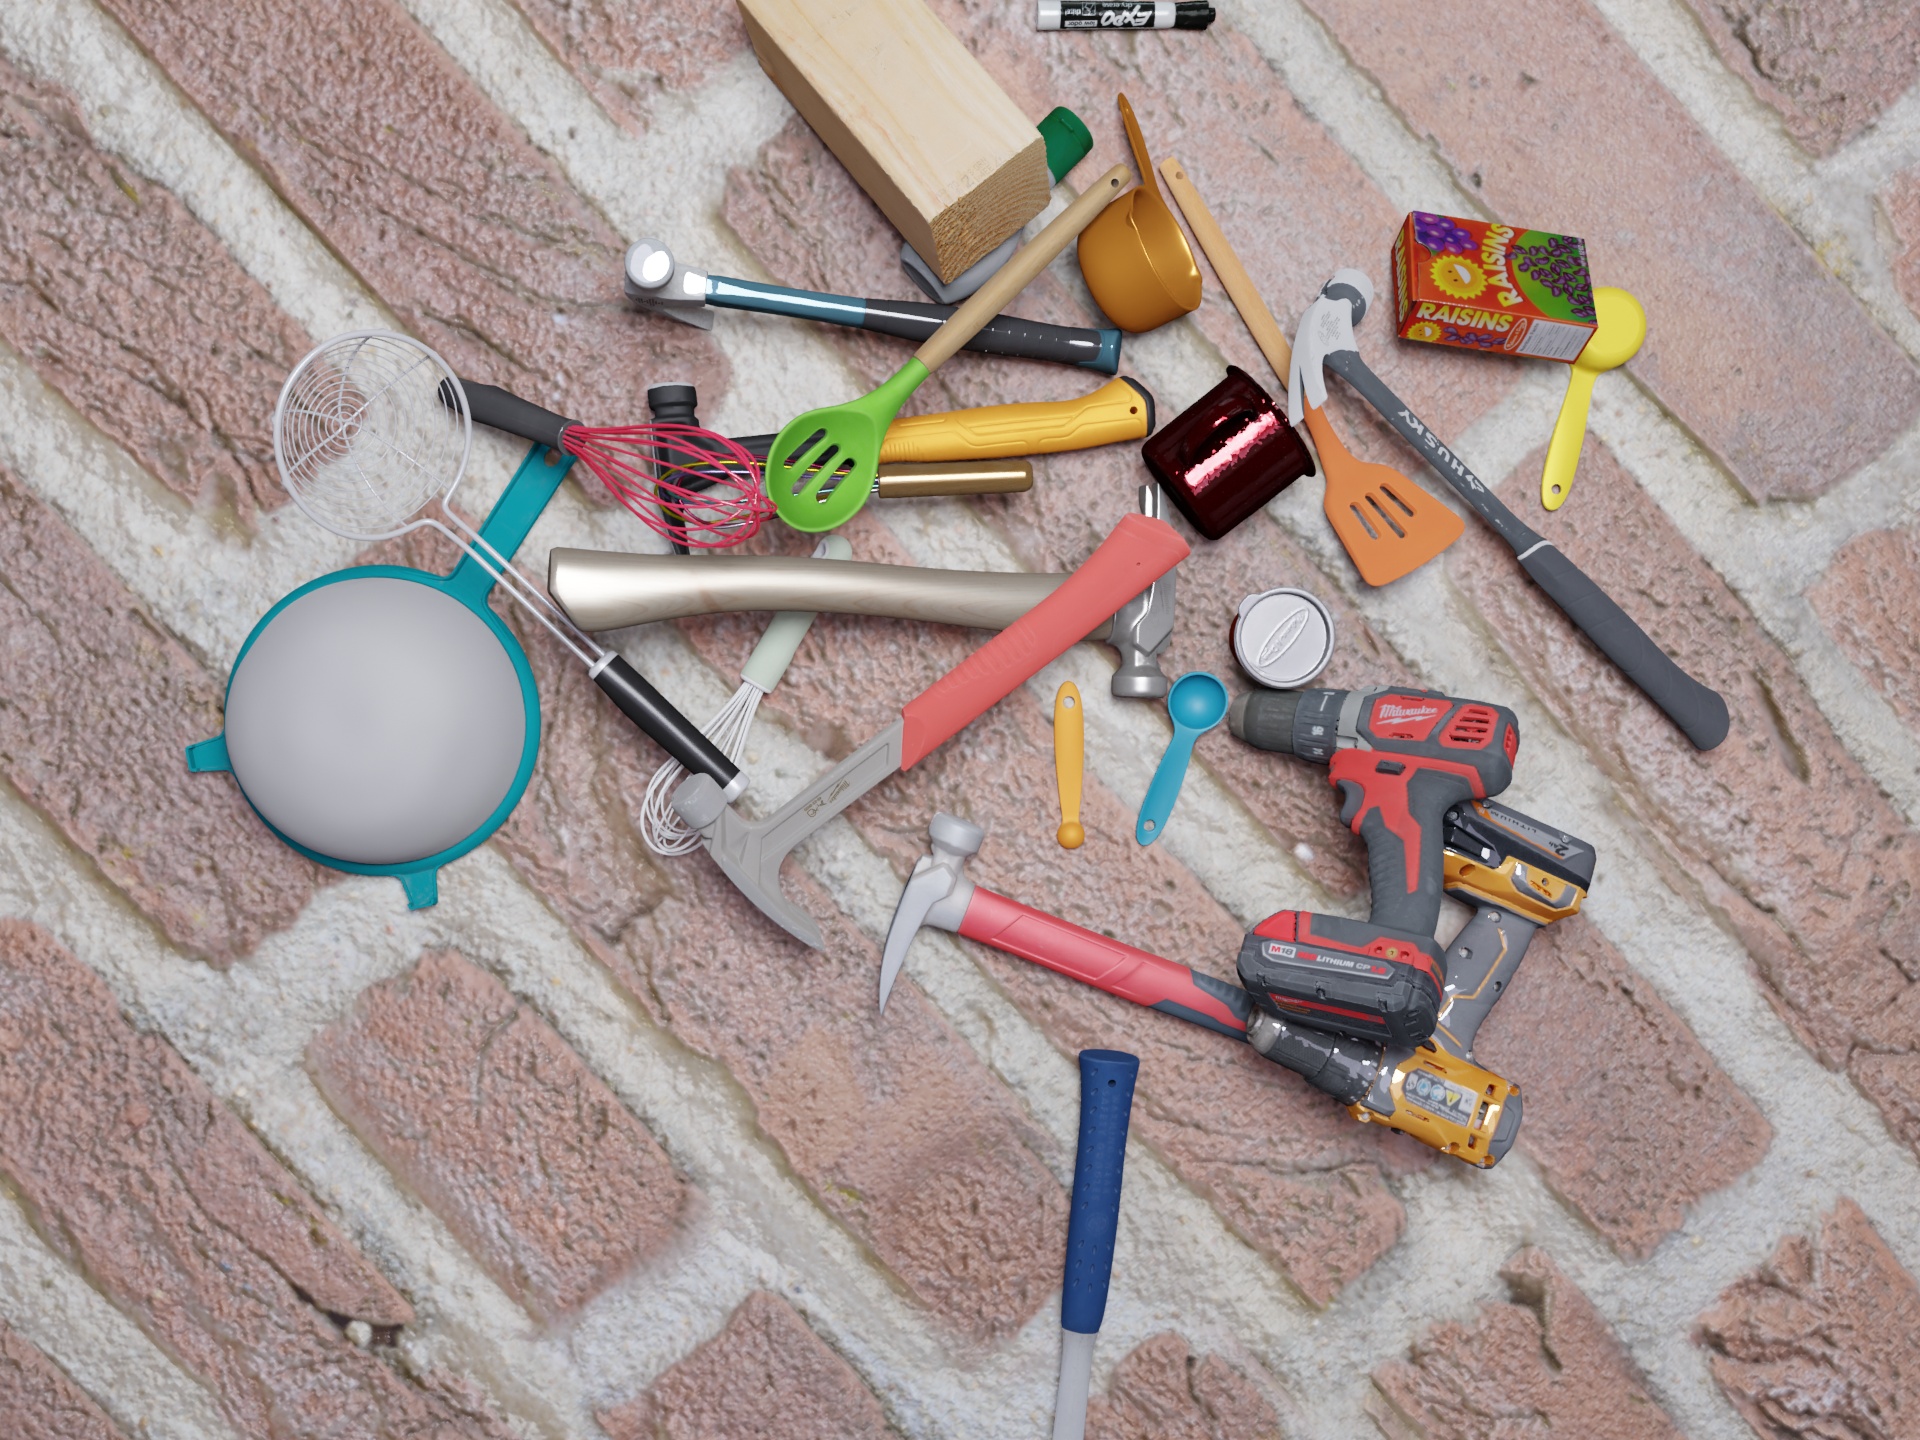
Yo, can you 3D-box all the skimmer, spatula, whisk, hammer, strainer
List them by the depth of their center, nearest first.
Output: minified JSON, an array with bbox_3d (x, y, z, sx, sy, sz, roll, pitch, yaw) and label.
[{"bbox_3d":[-0.263,-0.083,0.985,0.363,0.090,0.127,44,67,-8],"label":"skimmer"},{"bbox_3d":[-0.229,-0.171,0.994,0.296,0.073,0.073,24,92,30],"label":"whisk"},{"bbox_3d":[-0.002,-0.003,1.016,0.359,0.037,0.149,-37,118,5],"label":"hammer"},{"bbox_3d":[-0.053,-0.093,1.022,0.410,0.038,0.146,2,91,-18],"label":"hammer"},{"bbox_3d":[-0.075,-0.152,1.033,0.245,0.051,0.047,-3,112,-4],"label":"whisk"},{"bbox_3d":[-0.354,-0.051,1.034,0.211,0.095,0.340,33,92,-3],"label":"strainer"},{"bbox_3d":[-0.050,-0.263,1.037,0.331,0.128,0.033,6,95,-12],"label":"hammer"},{"bbox_3d":[0.371,-0.124,1.064,0.409,0.036,0.149,42,48,-9],"label":"hammer"},{"bbox_3d":[-0.037,-0.180,1.066,0.337,0.034,0.127,-7,92,0],"label":"hammer"},{"bbox_3d":[-0.141,-0.018,1.073,0.059,0.058,0.246,32,88,-38],"label":"whisk"},{"bbox_3d":[0.224,-0.242,1.076,0.081,0.041,0.322,-32,92,-8],"label":"spatula"},{"bbox_3d":[0.136,0.197,1.093,0.386,0.038,0.143,22,93,-3],"label":"hammer"},{"bbox_3d":[0.088,0.432,1.103,0.144,0.035,0.405,6,92,-2],"label":"hammer"}]

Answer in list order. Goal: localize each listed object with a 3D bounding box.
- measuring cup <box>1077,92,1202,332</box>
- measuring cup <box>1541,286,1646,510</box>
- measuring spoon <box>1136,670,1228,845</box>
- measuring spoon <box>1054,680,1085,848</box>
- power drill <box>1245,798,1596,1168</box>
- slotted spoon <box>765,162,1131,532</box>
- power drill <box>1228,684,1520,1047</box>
[{"bbox_3d":[0.108,-0.338,1.060,0.052,0.095,0.174,-24,66,31],"label":"measuring cup"},{"bbox_3d":[0.428,-0.221,1.090,0.062,0.029,0.156,14,90,-3],"label":"measuring cup"},{"bbox_3d":[0.147,0.025,1.100,0.042,0.021,0.128,19,101,-8],"label":"measuring spoon"},{"bbox_3d":[0.076,0.031,1.096,0.021,0.011,0.117,-1,92,-2],"label":"measuring spoon"},{"bbox_3d":[0.306,0.160,1.059,0.185,0.084,0.226,24,80,-3],"label":"power drill"},{"bbox_3d":[-0.005,-0.238,0.997,0.314,0.031,0.070,-45,113,-5],"label":"slotted spoon"},{"bbox_3d":[0.242,0.077,1.019,0.188,0.080,0.227,8,66,29],"label":"power drill"}]
